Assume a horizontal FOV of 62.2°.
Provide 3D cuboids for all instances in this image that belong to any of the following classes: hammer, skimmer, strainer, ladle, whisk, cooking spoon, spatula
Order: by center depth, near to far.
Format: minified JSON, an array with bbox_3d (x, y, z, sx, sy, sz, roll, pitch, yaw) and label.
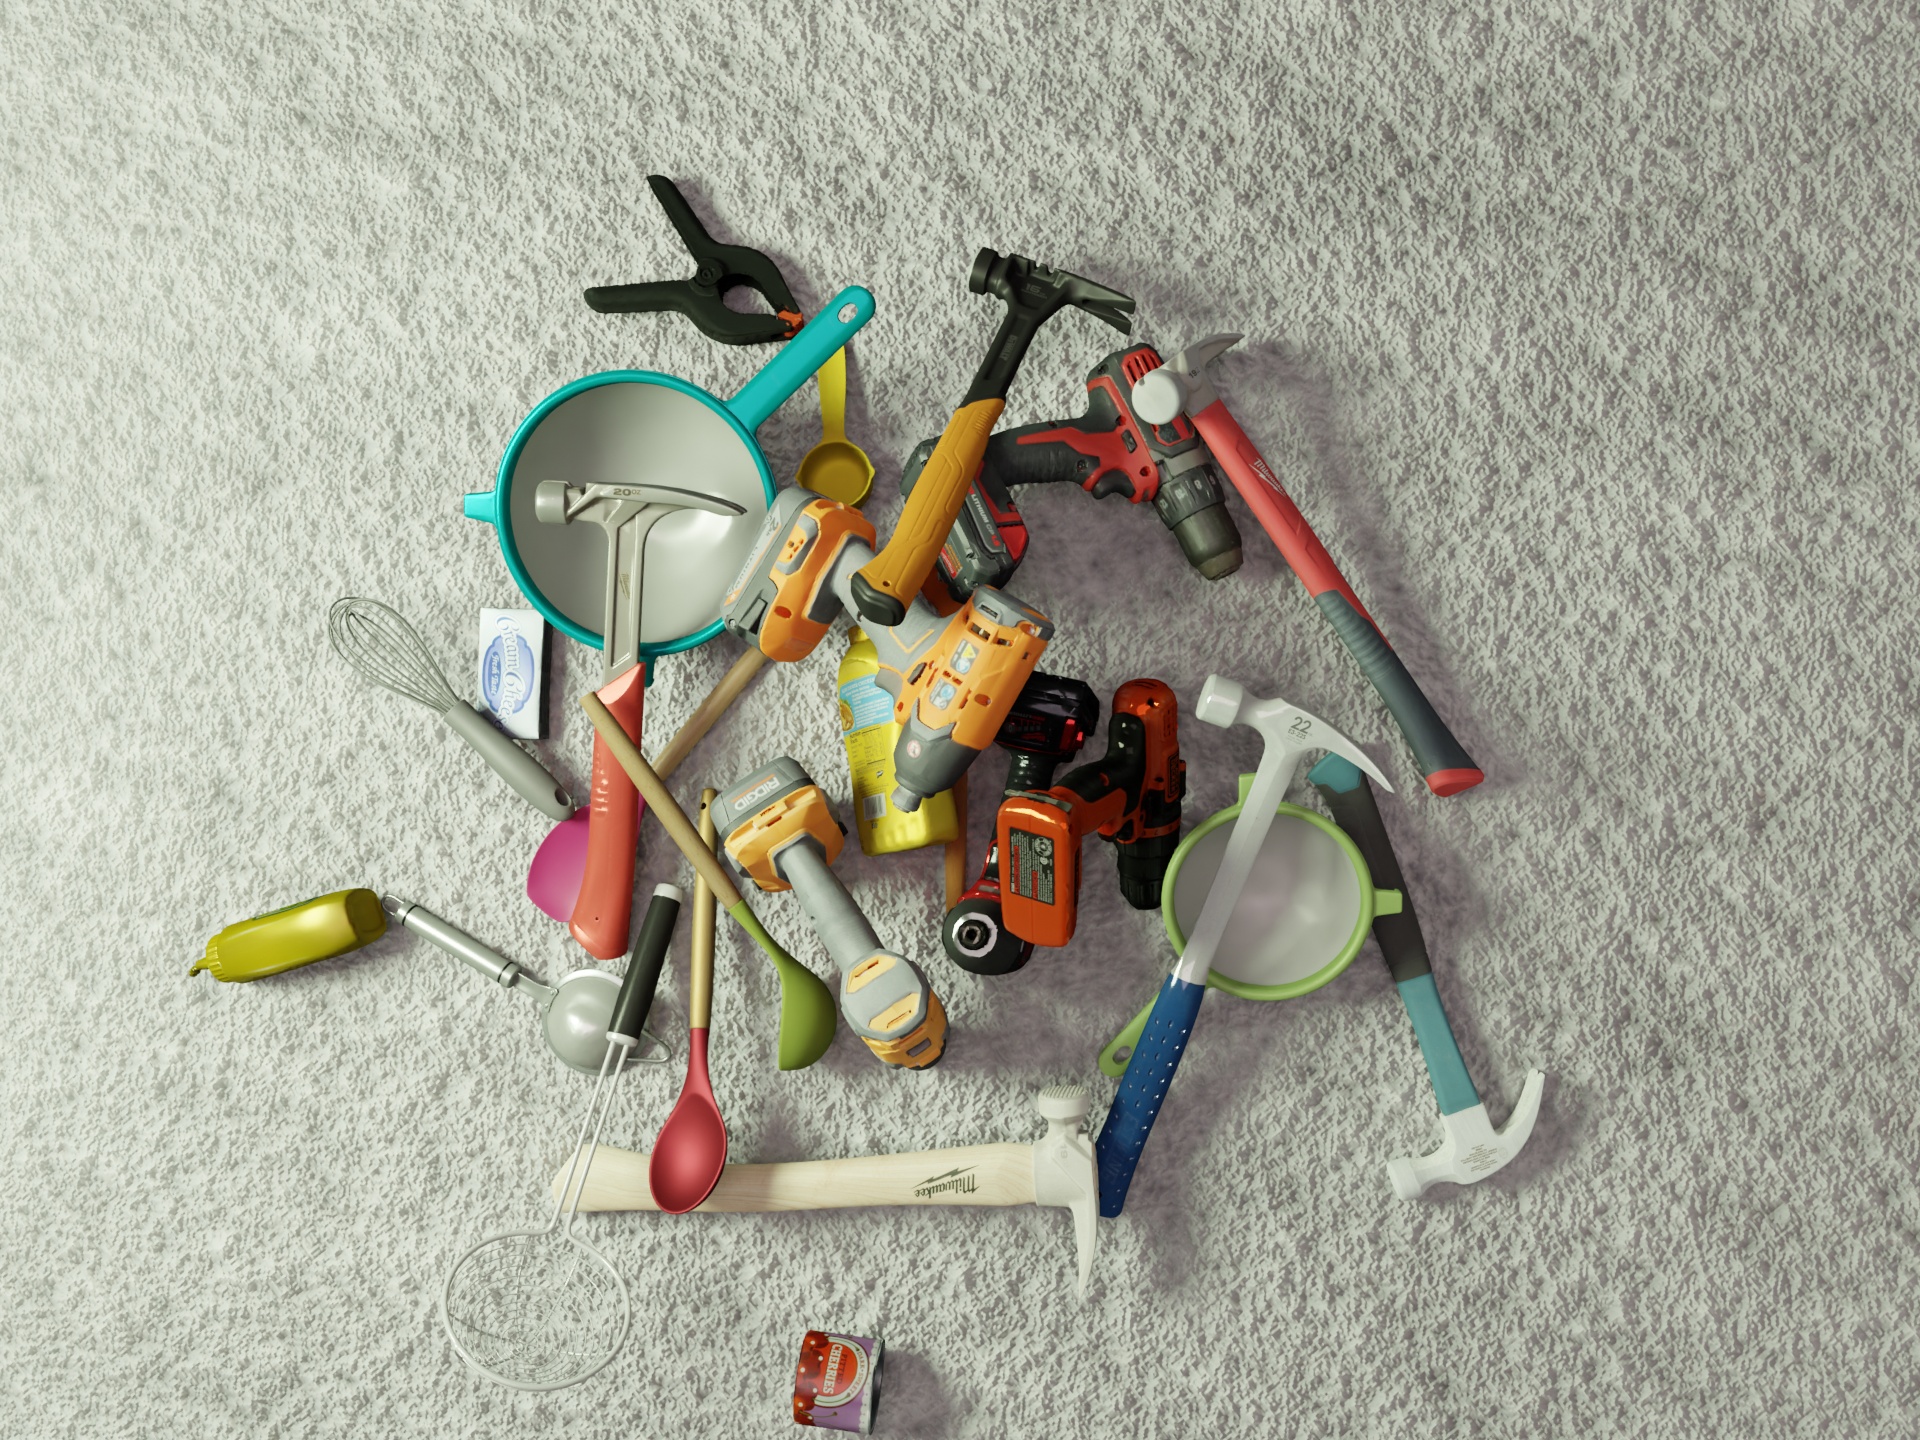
[{"bbox_3d":[0.014,-0.197,1.099,0.127,0.034,0.337,20,59,7],"label":"hammer"},{"bbox_3d":[-0.257,0.281,1.128,0.127,0.090,0.363,18,66,-9],"label":"skimmer"},{"bbox_3d":[0.172,0.176,1.132,0.144,0.035,0.405,20,104,2],"label":"hammer"},{"bbox_3d":[-0.191,0.119,1.165,0.062,0.078,0.320,-33,99,6],"label":"ladle"},{"bbox_3d":[-0.103,0.352,1.177,0.410,0.038,0.146,-5,91,10],"label":"hammer"},{"bbox_3d":[0.330,0.177,1.178,0.128,0.033,0.331,-19,85,3],"label":"hammer"},{"bbox_3d":[-0.244,0.005,1.179,0.149,0.037,0.359,6,103,1],"label":"hammer"},{"bbox_3d":[0.191,0.163,1.182,0.151,0.069,0.256,39,106,-3],"label":"strainer"},{"bbox_3d":[0.273,-0.113,1.183,0.038,0.143,0.386,-32,95,42],"label":"hammer"},{"bbox_3d":[-0.195,0.204,1.190,0.069,0.031,0.316,-9,71,28],"label":"ladle"},{"bbox_3d":[-0.189,-0.201,1.194,0.340,0.095,0.211,-42,98,10],"label":"strainer"},{"bbox_3d":[-0.385,-0.006,1.208,0.239,0.055,0.055,43,90,-5],"label":"whisk"},{"bbox_3d":[-0.002,-0.004,1.209,0.081,0.041,0.322,1,87,-9],"label":"spatula"},{"bbox_3d":[-0.341,0.202,1.223,0.258,0.050,0.087,28,102,9],"label":"strainer"},{"bbox_3d":[-0.222,0.026,1.235,0.069,0.017,0.319,40,90,-1],"label":"cooking spoon"}]

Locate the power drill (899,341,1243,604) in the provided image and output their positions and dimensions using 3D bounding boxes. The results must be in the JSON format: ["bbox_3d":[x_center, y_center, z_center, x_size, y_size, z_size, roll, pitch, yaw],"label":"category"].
[{"bbox_3d":[0.090,-0.162,1.176,0.226,0.080,0.188,-24,85,-17],"label":"power drill"}]

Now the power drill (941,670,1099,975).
[{"bbox_3d":[0.037,0.077,1.152,0.078,0.143,0.220,12,85,12],"label":"power drill"}]

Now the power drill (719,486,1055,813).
[{"bbox_3d":[-0.060,-0.050,1.111,0.227,0.084,0.164,34,100,29],"label":"power drill"}]

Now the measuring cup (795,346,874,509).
[{"bbox_3d":[-0.098,-0.233,1.245,0.062,0.029,0.157,-4,74,4],"label":"measuring cup"}]

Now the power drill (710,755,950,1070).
[{"bbox_3d":[-0.082,0.154,1.158,0.084,0.185,0.226,-33,67,-6],"label":"power drill"}]
